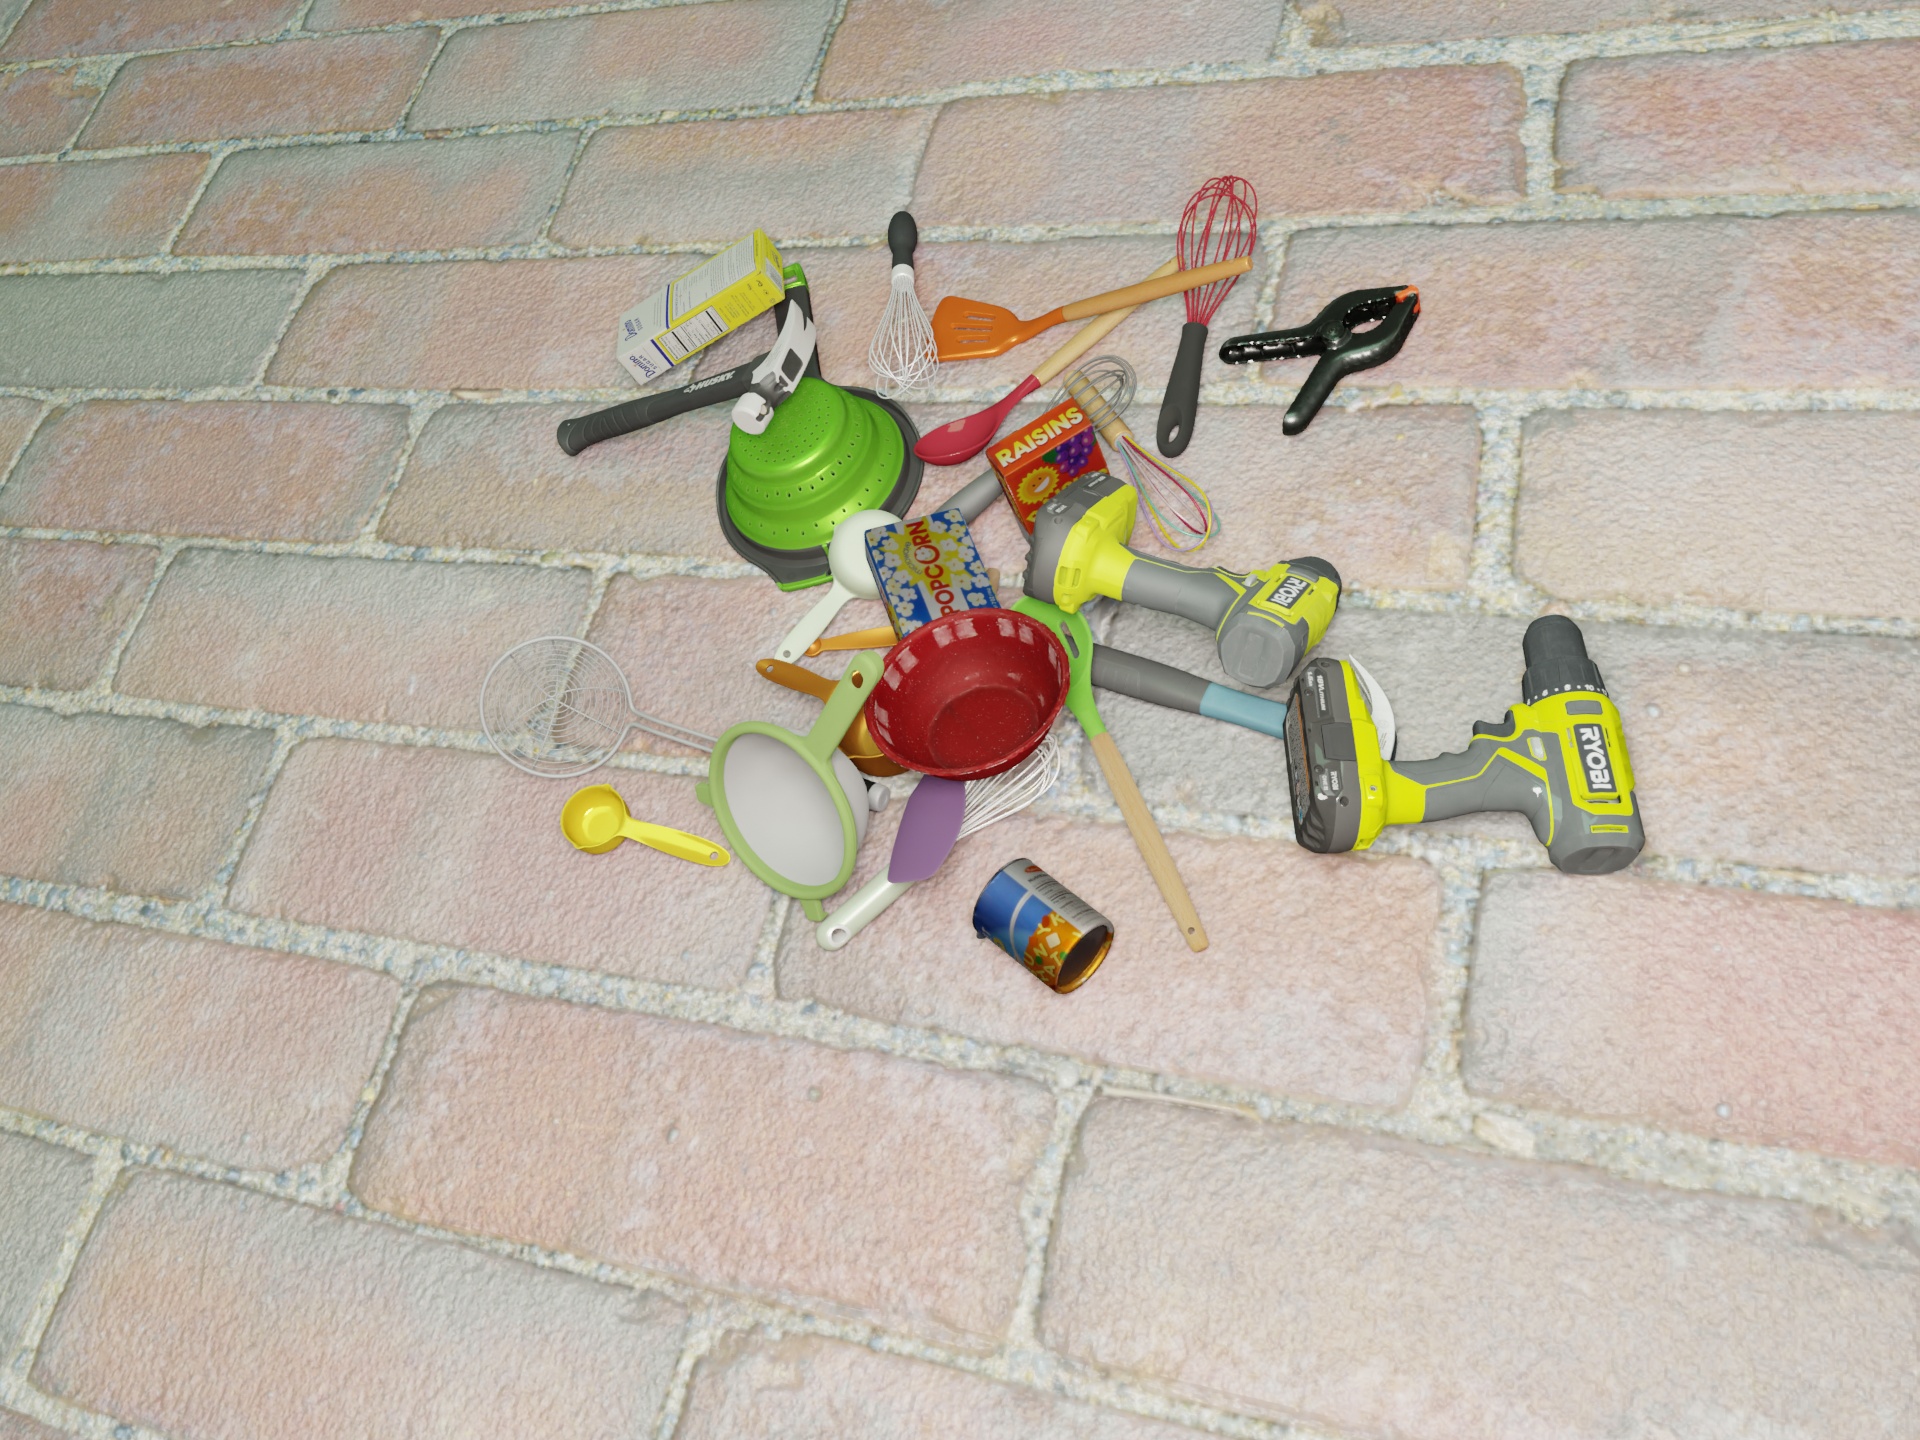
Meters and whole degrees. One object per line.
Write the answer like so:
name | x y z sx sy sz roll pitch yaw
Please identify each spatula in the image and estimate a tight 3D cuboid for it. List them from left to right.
spatula | -0.002 -0.004 1.272 0.060 0.018 0.316 -11 47 30
spatula | 0.111 -0.379 1.438 0.323 0.041 0.081 -6 58 36

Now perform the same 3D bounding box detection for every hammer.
hammer | -0.268 -0.301 1.490 0.335 0.035 0.146 -5 49 41
hammer | 0.179 -0.020 1.240 0.331 0.033 0.128 19 70 27

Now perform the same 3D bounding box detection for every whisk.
whisk | -0.056 -0.403 1.519 0.070 0.070 0.285 -13 48 12
whisk | -0.017 0.093 1.242 0.246 0.057 0.059 -41 22 -3
whisk | 0.053 -0.229 1.376 0.239 0.055 0.055 -39 55 13
whisk | 0.152 -0.230 1.365 0.051 0.047 0.245 -20 51 -14
whisk | 0.213 -0.364 1.413 0.073 0.073 0.296 6 70 22

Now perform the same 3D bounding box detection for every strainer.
strainer | -0.100 0.027 1.211 0.151 0.256 0.069 45 42 13

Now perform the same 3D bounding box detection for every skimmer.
skimmer | -0.234 0.021 1.329 0.363 0.090 0.127 16 101 23

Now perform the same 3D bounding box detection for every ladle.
ladle | 0.087 -0.328 1.452 0.315 0.031 0.069 -40 39 -9

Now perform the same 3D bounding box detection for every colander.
colander | -0.156 -0.310 1.486 0.204 0.094 0.398 -17 58 10

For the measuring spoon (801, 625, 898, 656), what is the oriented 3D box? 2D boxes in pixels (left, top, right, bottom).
measuring spoon | -0.080 -0.068 1.375 0.117 0.011 0.021 -7 57 12

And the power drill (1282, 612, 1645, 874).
power drill | 0.349 0.012 1.116 0.228 0.080 0.191 -1 61 0

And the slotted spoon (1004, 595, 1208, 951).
slotted spoon | 0.115 0.036 1.214 0.070 0.031 0.314 -31 65 14

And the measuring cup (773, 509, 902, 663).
measuring cup | -0.104 -0.111 1.366 0.083 0.038 0.167 40 79 -2

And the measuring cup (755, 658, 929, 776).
measuring cup | -0.096 -0.010 1.322 0.174 0.052 0.095 21 70 30

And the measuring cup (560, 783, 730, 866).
measuring cup | -0.262 0.099 1.338 0.156 0.029 0.062 16 68 14

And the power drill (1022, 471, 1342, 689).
power drill | 0.176 -0.112 1.226 0.223 0.080 0.171 23 35 20
